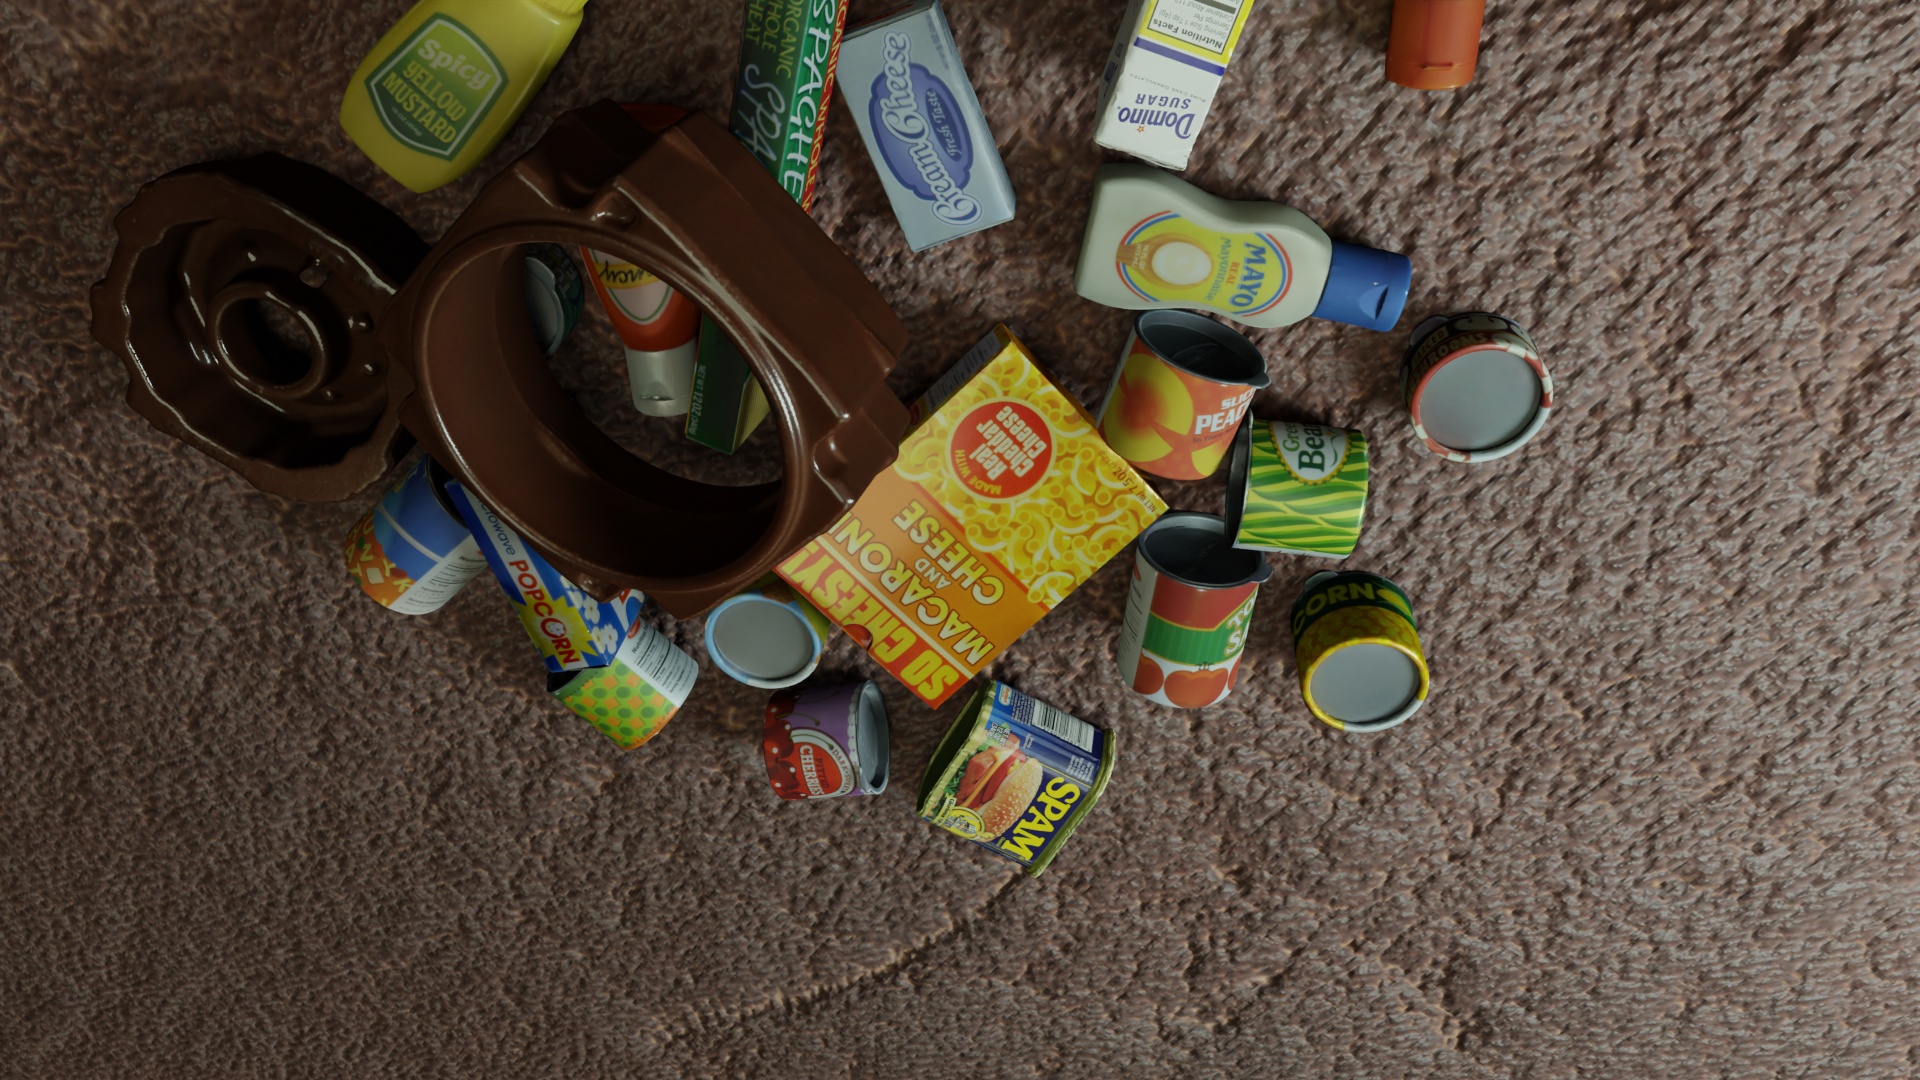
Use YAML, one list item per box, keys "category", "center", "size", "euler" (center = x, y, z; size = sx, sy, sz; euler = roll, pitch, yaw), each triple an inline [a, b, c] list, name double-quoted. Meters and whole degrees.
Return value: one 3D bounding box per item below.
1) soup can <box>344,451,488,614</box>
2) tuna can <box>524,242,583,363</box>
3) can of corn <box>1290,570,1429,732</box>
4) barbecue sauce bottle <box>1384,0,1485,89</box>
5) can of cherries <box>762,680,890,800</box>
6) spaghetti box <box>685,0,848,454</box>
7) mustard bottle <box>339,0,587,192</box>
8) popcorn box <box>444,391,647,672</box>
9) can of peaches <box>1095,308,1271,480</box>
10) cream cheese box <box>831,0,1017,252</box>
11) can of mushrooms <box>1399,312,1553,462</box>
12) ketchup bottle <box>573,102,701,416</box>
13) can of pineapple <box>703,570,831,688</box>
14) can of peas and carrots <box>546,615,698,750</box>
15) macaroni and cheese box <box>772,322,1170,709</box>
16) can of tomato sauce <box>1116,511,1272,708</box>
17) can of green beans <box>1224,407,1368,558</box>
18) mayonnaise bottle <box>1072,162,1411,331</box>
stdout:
- category: "soup can"
  center: [-0.286, -0.010, 0.760]
  size: [0.083, 0.072, 0.071]
  euler: [-35, 113, 27]
- category: "tuna can"
  center: [-0.224, -0.123, 0.695]
  size: [0.071, 0.033, 0.070]
  euler: [3, 124, 5]
- category: "can of corn"
  center: [0.211, 0.058, 0.743]
  size: [0.071, 0.058, 0.070]
  euler: [3, 124, 5]
- category: "barbecue sauce bottle"
  center: [0.195, -0.256, 0.546]
  size: [0.065, 0.044, 0.147]
  euler: [2, 124, 7]
- category: "can of cherries"
  center: [-0.078, 0.119, 0.814]
  size: [0.058, 0.072, 0.071]
  euler: [-6, 122, 12]
- category: "spaghetti box"
  center: [-0.090, -0.149, 0.632]
  size: [0.029, 0.050, 0.248]
  euler: [23, 130, 5]
- category: "mustard bottle"
  center: [-0.209, -0.224, 0.616]
  size: [0.159, 0.049, 0.065]
  euler: [-36, 114, 27]
- category: "popcorn box"
  center: [-0.214, -0.005, 0.741]
  size: [0.038, 0.085, 0.126]
  euler: [-10, 122, 15]
- category: "can of peaches"
  center: [0.106, -0.069, 0.666]
  size: [0.071, 0.071, 0.057]
  euler: [17, 125, -4]
- category: "cream cheese box"
  center: [-0.017, -0.187, 0.630]
  size: [0.053, 0.024, 0.103]
  euler: [-14, 120, 19]
- category: "can of mushrooms"
  center: [0.245, -0.074, 0.666]
  size: [0.071, 0.034, 0.070]
  euler: [4, 125, 5]
- category: "ketchup bottle"
  center: [-0.151, -0.133, 0.673]
  size: [0.065, 0.044, 0.148]
  euler: [2, 124, 6]
- category: "can of pineapple"
  center: [-0.105, 0.038, 0.771]
  size: [0.071, 0.058, 0.070]
  euler: [4, 124, 5]
- category: "can of peas and carrots"
  center: [-0.197, 0.080, 0.807]
  size: [0.070, 0.071, 0.058]
  euler: [-36, 113, 26]
- category: "macaroni and cheese box"
  center: [0.003, -0.009, 0.710]
  size: [0.166, 0.040, 0.123]
  euler: [-42, 111, 11]
- category: "can of tomato sauce"
  center: [0.123, 0.038, 0.736]
  size: [0.071, 0.071, 0.082]
  euler: [7, 125, 3]
- category: "can of green beans"
  center: [0.165, -0.026, 0.689]
  size: [0.058, 0.071, 0.071]
  euler: [6, 124, 3]
- category: "mayonnaise bottle"
  center: [0.129, -0.129, 0.639]
  size: [0.148, 0.041, 0.064]
  euler: [12, 122, 0]
